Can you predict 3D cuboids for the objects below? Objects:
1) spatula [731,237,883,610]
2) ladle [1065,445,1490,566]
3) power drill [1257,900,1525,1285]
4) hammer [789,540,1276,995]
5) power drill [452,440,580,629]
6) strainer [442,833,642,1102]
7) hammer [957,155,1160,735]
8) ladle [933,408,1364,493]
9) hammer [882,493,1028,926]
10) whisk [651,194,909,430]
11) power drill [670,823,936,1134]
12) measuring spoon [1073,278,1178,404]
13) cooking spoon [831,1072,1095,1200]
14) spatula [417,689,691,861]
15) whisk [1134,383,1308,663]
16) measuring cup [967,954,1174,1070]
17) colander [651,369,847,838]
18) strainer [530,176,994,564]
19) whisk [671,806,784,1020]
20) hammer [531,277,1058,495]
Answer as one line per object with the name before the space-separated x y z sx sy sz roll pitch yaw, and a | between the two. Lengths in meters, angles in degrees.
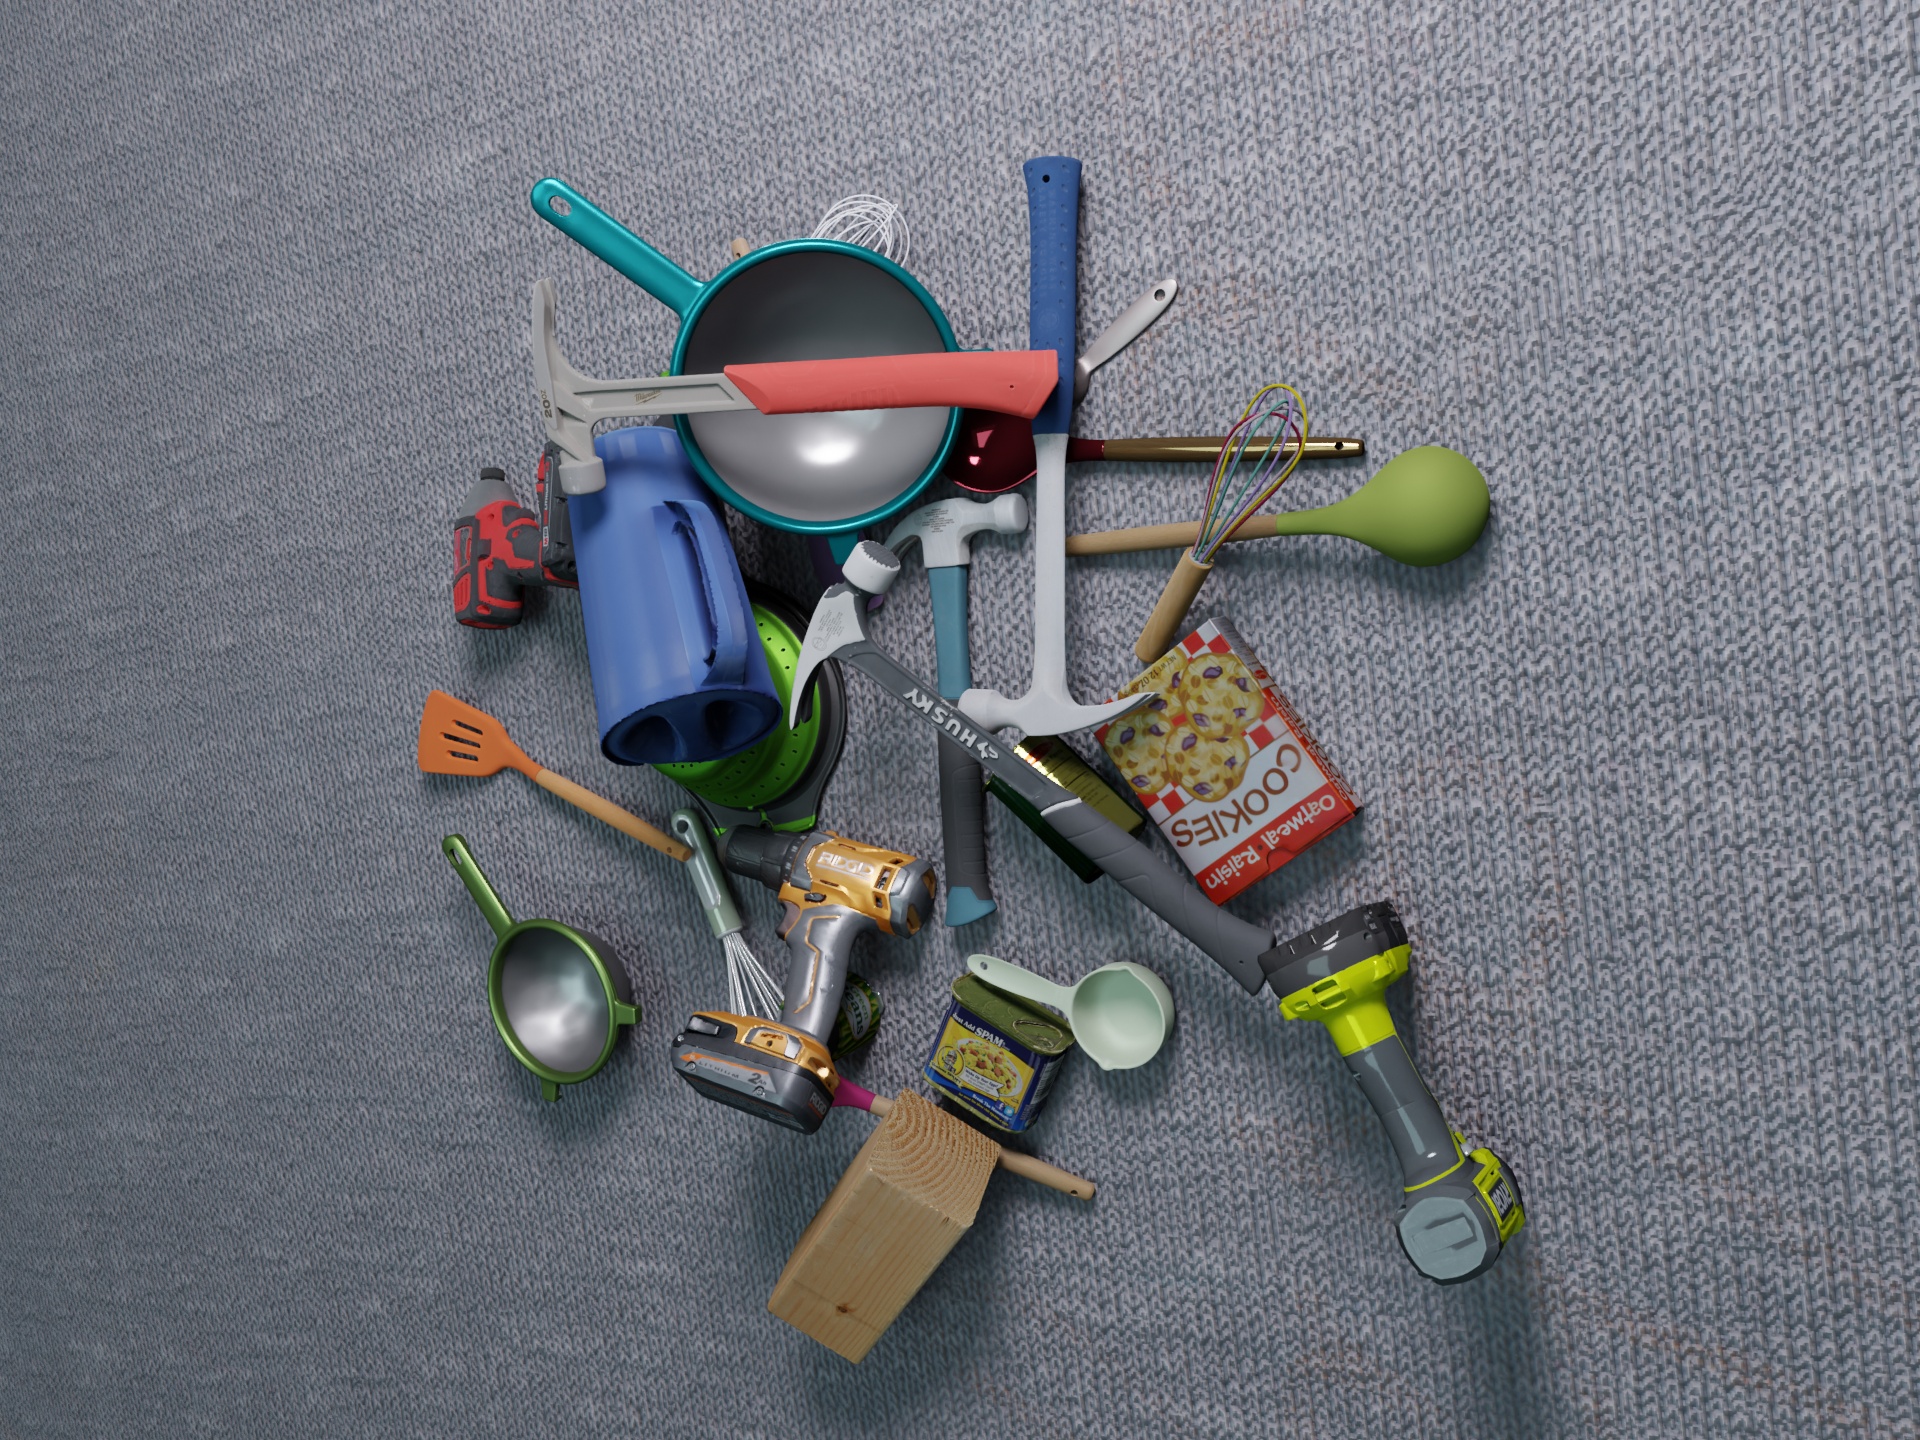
spatula | -0.130 -0.234 1.269 0.060 0.018 0.316 -19 88 36
ladle | 0.201 -0.134 1.099 0.320 0.062 0.078 -2 103 35
power drill | 0.289 0.235 1.031 0.080 0.171 0.223 -30 74 22
hammer | 0.051 0.052 1.114 0.409 0.036 0.149 38 115 9
power drill | -0.360 -0.163 1.346 0.220 0.078 0.143 -10 77 46
strainer | -0.376 0.202 1.431 0.151 0.069 0.256 -44 75 28
hammer | 0.070 -0.191 1.125 0.144 0.035 0.405 1 92 25
ladle | 0.128 -0.194 1.132 0.315 0.031 0.069 5 91 26
hammer | -0.002 -0.004 1.223 0.128 0.033 0.331 0 97 28
whisk | -0.150 -0.298 1.233 0.284 0.070 0.070 -40 78 20
power drill | -0.142 0.186 1.240 0.185 0.084 0.226 14 62 22
measuring spoon | 0.106 -0.272 1.137 0.124 0.018 0.034 -40 78 26
cooking spoon | -0.045 0.311 1.253 0.319 0.017 0.068 20 116 10
spatula | -0.363 0.060 1.411 0.323 0.041 0.081 23 107 31
whisk | 0.170 -0.122 1.064 0.047 0.051 0.244 33 136 9
measuring cup | 0.084 0.205 1.203 0.168 0.038 0.083 17 104 28
colander | -0.216 -0.091 1.291 0.204 0.094 0.397 -9 93 29
strainer | -0.155 -0.284 1.158 0.340 0.095 0.211 34 105 -13
whisk | -0.193 0.187 1.344 0.058 0.059 0.246 -27 79 18
hammer | -0.113 -0.239 1.097 0.359 0.037 0.149 -3 110 4
